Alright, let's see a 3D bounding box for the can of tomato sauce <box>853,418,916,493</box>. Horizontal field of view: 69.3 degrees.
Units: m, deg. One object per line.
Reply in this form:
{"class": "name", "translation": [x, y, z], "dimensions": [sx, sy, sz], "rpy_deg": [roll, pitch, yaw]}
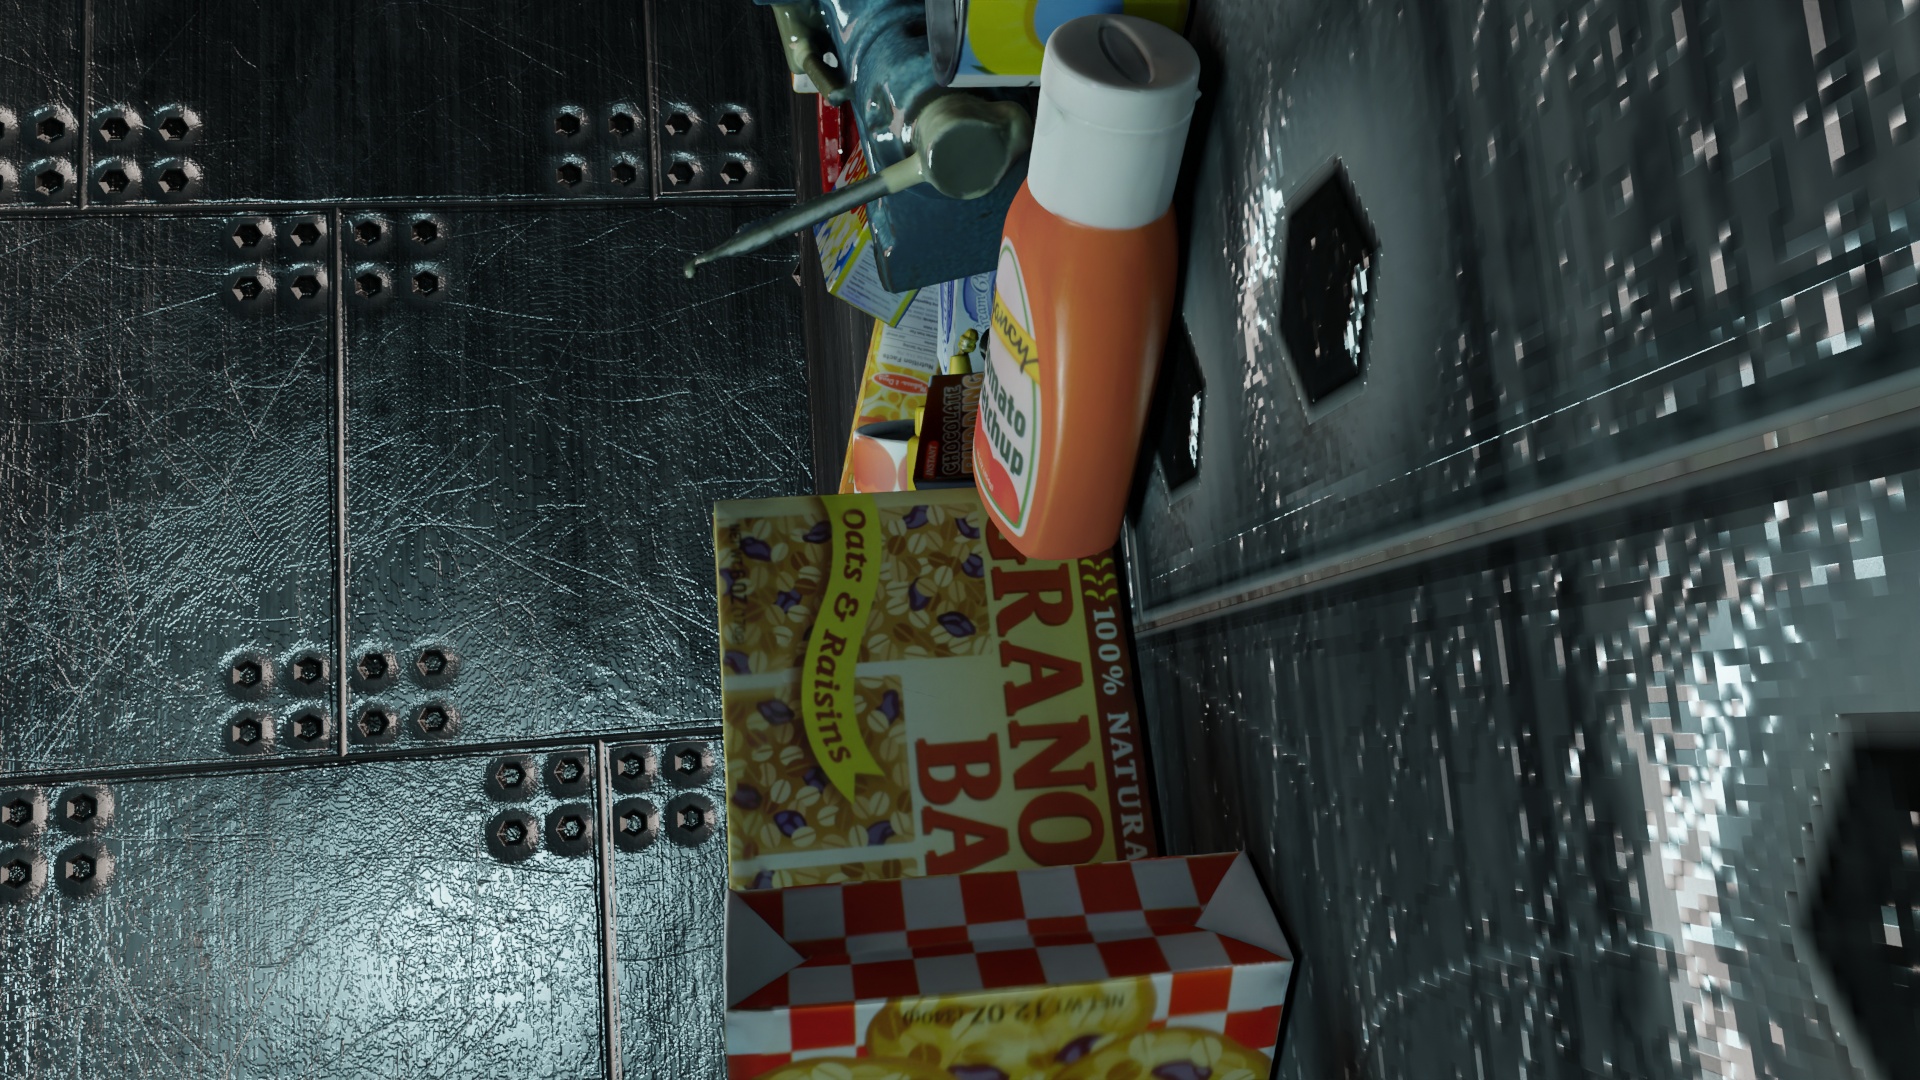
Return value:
{"class": "can of tomato sauce", "translation": [-0.016, -0.010, 0.640], "dimensions": [0.071, 0.071, 0.083], "rpy_deg": [-124, 32, -74]}

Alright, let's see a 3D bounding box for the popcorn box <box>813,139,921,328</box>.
{"class": "popcorn box", "translation": [-0.033, -0.165, 0.674], "dimensions": [0.085, 0.038, 0.127], "rpy_deg": [-56, 23, 18]}

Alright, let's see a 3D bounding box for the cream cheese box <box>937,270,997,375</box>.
{"class": "cream cheese box", "translation": [0.005, -0.116, 0.601], "dimensions": [0.053, 0.024, 0.103], "rpy_deg": [-105, 15, -60]}

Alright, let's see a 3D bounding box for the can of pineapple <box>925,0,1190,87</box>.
{"class": "can of pineapple", "translation": [0.023, -0.151, 0.353], "dimensions": [0.071, 0.058, 0.071], "rpy_deg": [179, 88, -81]}

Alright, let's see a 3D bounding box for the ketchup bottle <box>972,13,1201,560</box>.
{"class": "ketchup bottle", "translation": [0.032, -0.064, 0.373], "dimensions": [0.148, 0.043, 0.065], "rpy_deg": [97, 159, -48]}

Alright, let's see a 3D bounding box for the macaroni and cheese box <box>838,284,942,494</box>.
{"class": "macaroni and cheese box", "translation": [-0.041, -0.049, 0.754], "dimensions": [0.123, 0.040, 0.166], "rpy_deg": [130, 151, -78]}

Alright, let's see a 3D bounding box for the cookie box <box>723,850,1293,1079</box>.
{"class": "cookie box", "translation": [0.007, 0.156, 0.348], "dimensions": [0.040, 0.123, 0.166], "rpy_deg": [-106, 15, -59]}

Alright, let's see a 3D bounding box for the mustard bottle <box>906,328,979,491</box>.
{"class": "mustard bottle", "translation": [0.002, -0.007, 0.577], "dimensions": [0.065, 0.049, 0.160], "rpy_deg": [-146, 53, -78]}

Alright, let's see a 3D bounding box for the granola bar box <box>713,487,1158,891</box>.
{"class": "granola bar box", "translation": [-0.008, 0.068, 0.417], "dimensions": [0.039, 0.124, 0.166], "rpy_deg": [109, 157, -69]}

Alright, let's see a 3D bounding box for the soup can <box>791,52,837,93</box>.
{"class": "soup can", "translation": [-0.035, -0.238, 0.628], "dimensions": [0.071, 0.084, 0.071], "rpy_deg": [180, 87, -82]}

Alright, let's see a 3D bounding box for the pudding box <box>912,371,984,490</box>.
{"class": "pudding box", "translation": [0.009, -0.016, 0.497], "dimensions": [0.083, 0.030, 0.050], "rpy_deg": [71, -158, -52]}
